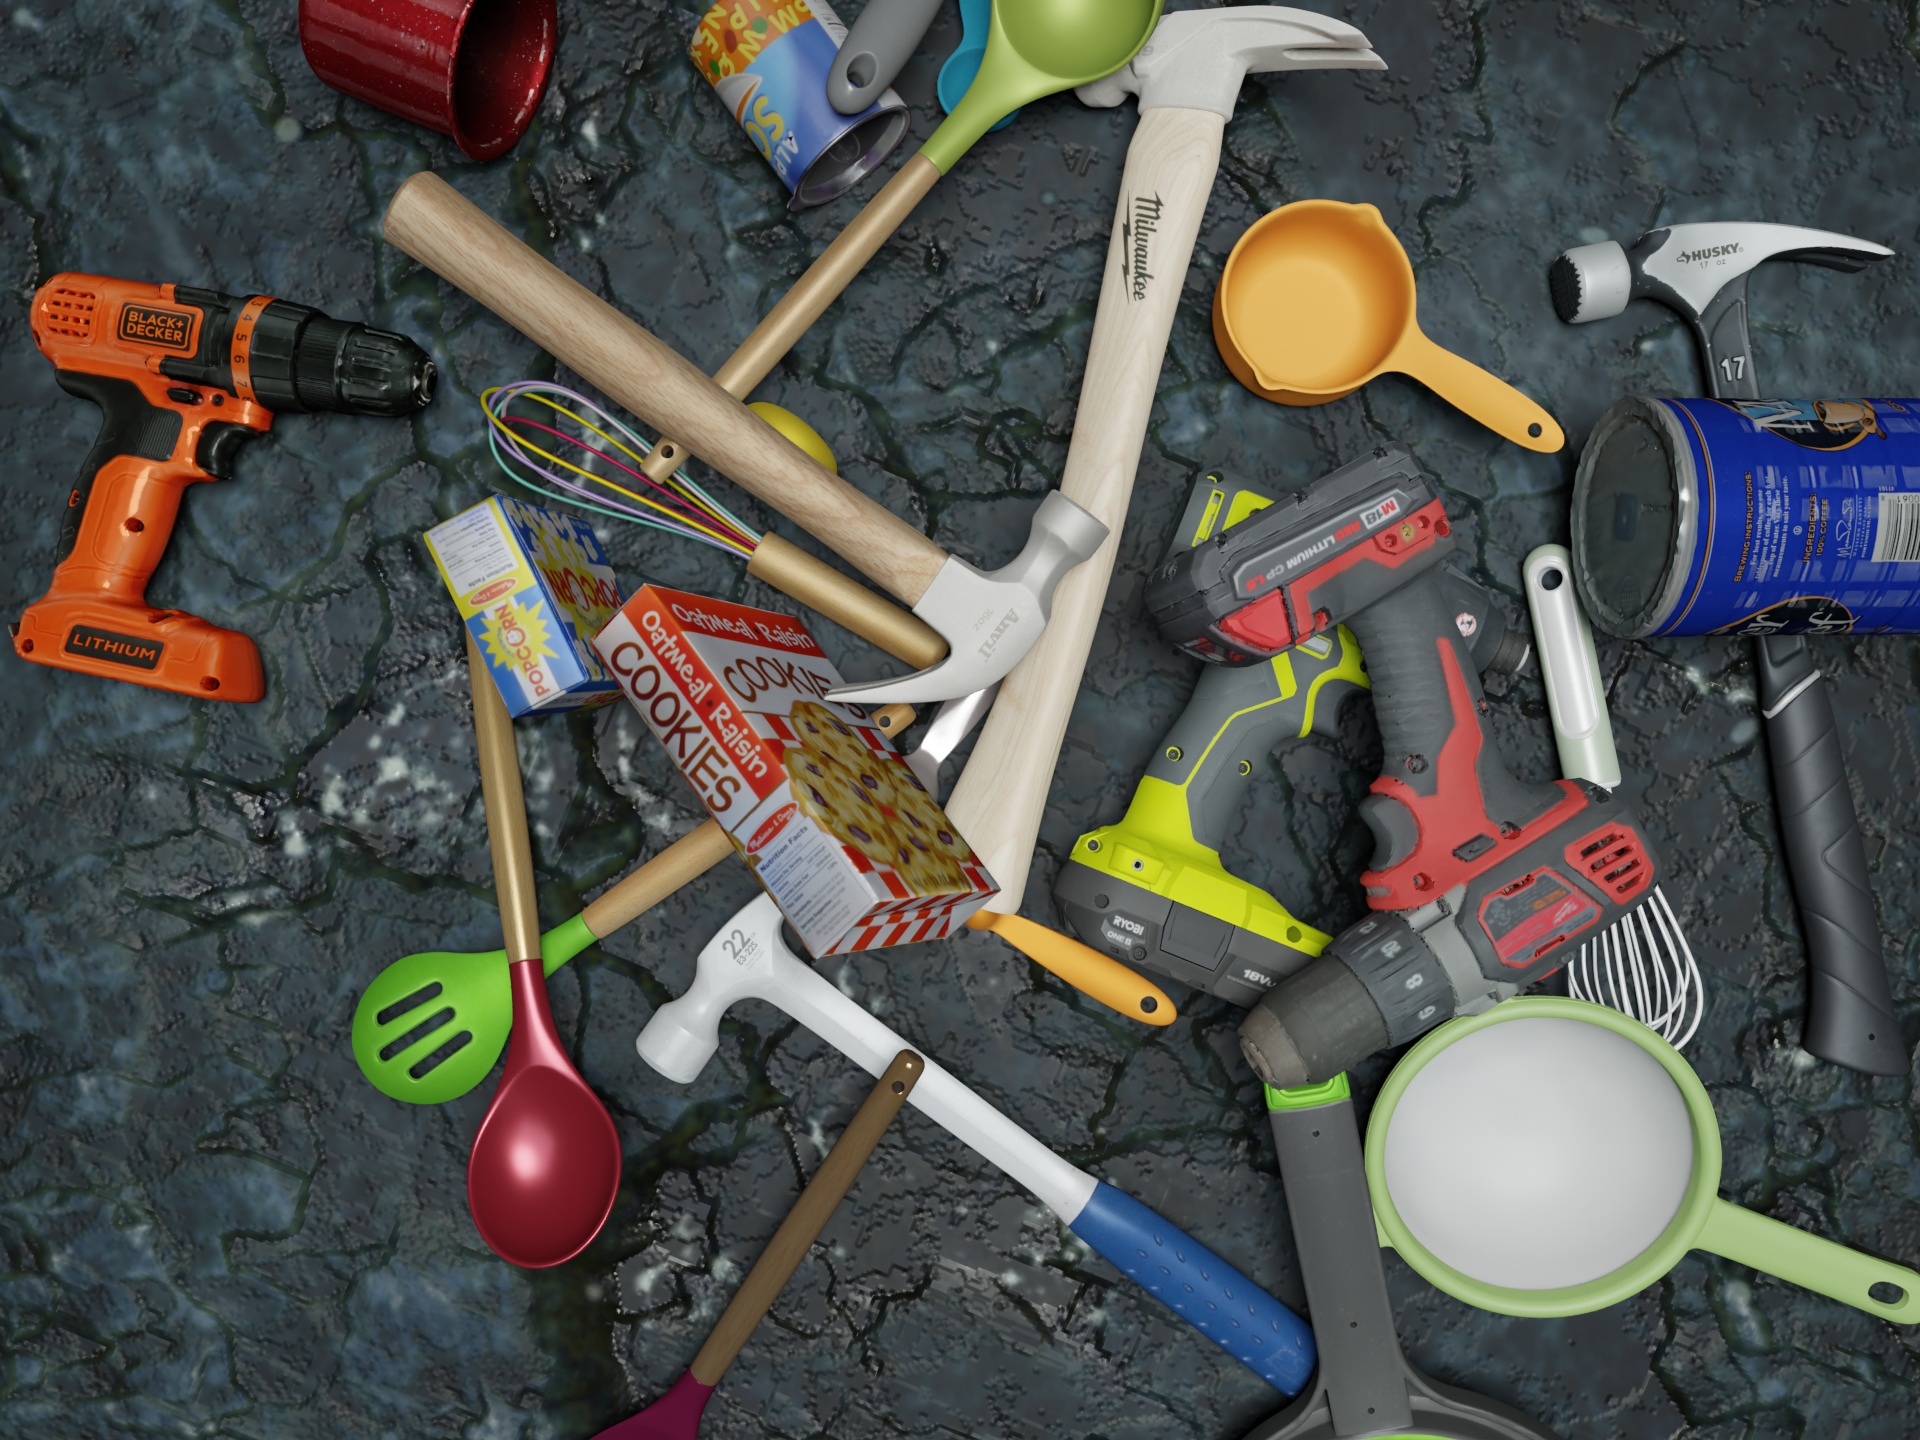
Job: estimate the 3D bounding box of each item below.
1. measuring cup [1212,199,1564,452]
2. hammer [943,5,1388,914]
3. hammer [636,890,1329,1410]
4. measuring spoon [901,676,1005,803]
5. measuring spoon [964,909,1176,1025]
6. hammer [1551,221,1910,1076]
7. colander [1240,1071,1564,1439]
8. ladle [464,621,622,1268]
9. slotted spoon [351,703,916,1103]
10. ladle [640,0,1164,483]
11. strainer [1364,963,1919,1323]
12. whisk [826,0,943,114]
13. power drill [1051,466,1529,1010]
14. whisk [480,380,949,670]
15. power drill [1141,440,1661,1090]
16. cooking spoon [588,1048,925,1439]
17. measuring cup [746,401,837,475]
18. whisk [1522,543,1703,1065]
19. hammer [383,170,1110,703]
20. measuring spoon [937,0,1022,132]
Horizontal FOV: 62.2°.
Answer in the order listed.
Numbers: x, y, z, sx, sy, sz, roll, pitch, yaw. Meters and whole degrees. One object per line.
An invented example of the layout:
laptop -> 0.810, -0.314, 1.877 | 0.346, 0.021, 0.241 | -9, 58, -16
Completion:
measuring cup -> 0.196, -0.168, 0.738 | 0.173, 0.052, 0.095 | 31, 90, -2
hammer -> 0.070, -0.112, 0.710 | 0.146, 0.038, 0.410 | 16, 92, 37
hammer -> 0.052, 0.214, 0.744 | 0.405, 0.035, 0.144 | 37, 90, 0
measuring spoon -> -0.001, -0.002, 0.752 | 0.034, 0.018, 0.124 | 35, 89, 0
measuring spoon -> 0.052, 0.114, 0.756 | 0.117, 0.011, 0.021 | 29, 90, 0
hammer -> 0.390, -0.034, 0.746 | 0.149, 0.036, 0.409 | -11, 90, -1
colander -> 0.182, 0.326, 0.677 | 0.204, 0.094, 0.397 | -12, 100, 8
ladle -> -0.203, 0.084, 0.724 | 0.069, 0.031, 0.315 | -10, 79, -1
slotted spoon -> -0.154, 0.080, 0.749 | 0.314, 0.031, 0.070 | -34, 87, -2
ladle -> -0.032, -0.227, 0.695 | 0.078, 0.062, 0.320 | 42, 92, -1
strainer -> 0.306, 0.206, 0.723 | 0.256, 0.069, 0.151 | 21, 103, 1
whisk -> 0.005, -0.360, 0.713 | 0.055, 0.055, 0.239 | 30, 74, 0
power drill -> 0.148, 0.016, 0.726 | 0.171, 0.080, 0.223 | 22, 87, 0
whisk -> -0.115, -0.088, 0.741 | 0.245, 0.047, 0.051 | 30, 89, -3
power drill -> 0.160, 0.023, 0.653 | 0.188, 0.080, 0.226 | -29, 92, -8
cooking spoon -> -0.105, 0.281, 0.732 | 0.069, 0.017, 0.319 | 32, 100, -1
measuring cup -> -0.044, -0.093, 0.743 | 0.156, 0.062, 0.029 | 37, 76, -11
whisk -> 0.296, 0.038, 0.741 | 0.058, 0.059, 0.246 | -12, 85, 27
hammer -> -0.106, -0.124, 0.685 | 0.331, 0.031, 0.130 | 35, 99, 0
measuring spoon -> 0.009, -0.337, 0.757 | 0.042, 0.021, 0.129 | -2, 81, 1
